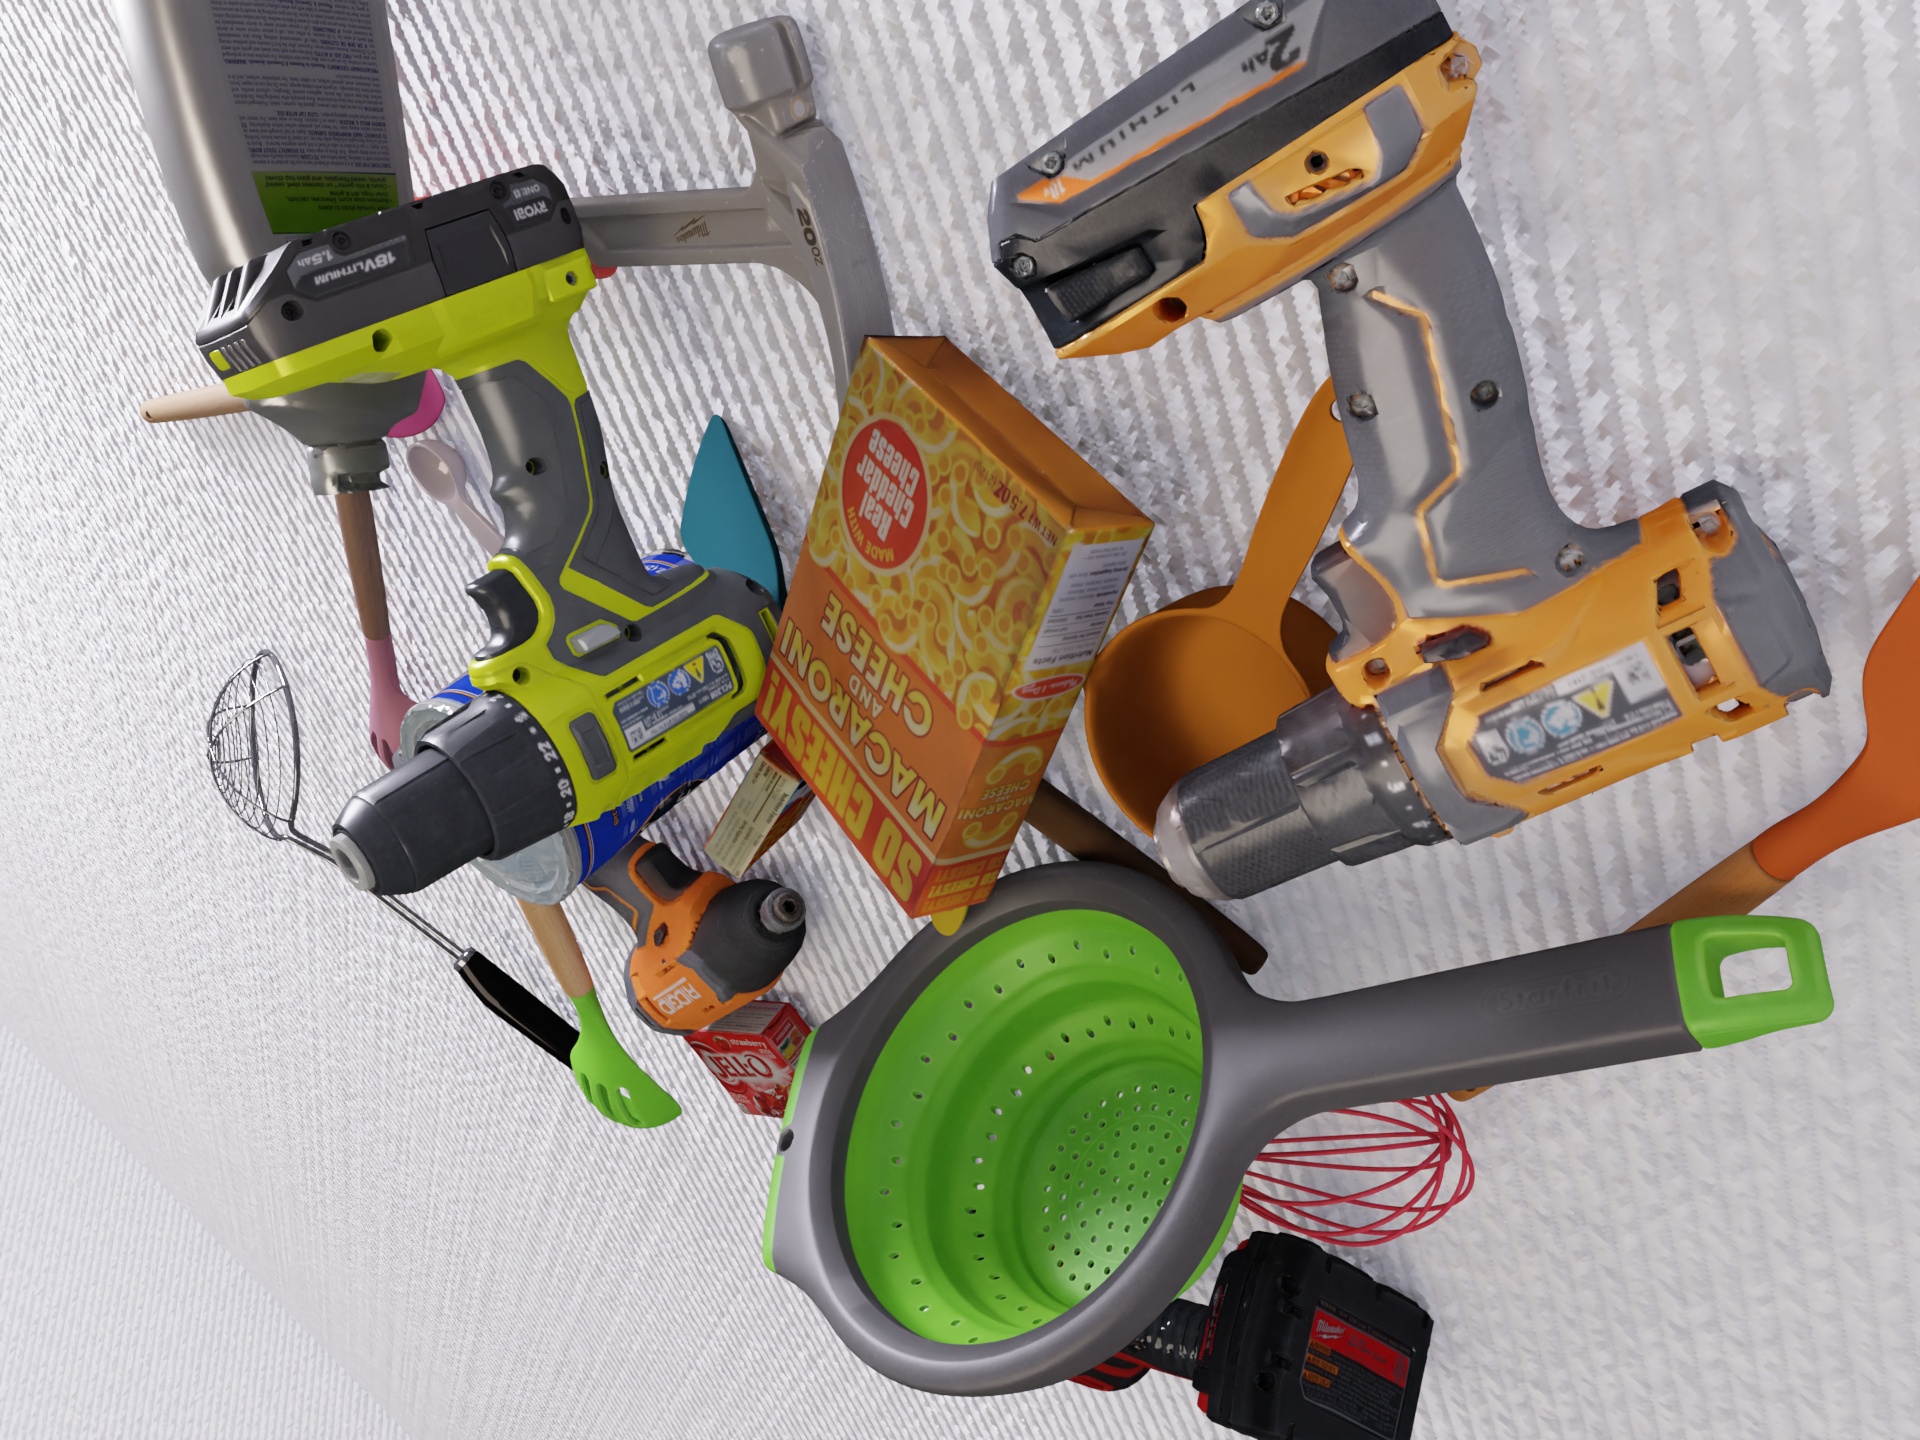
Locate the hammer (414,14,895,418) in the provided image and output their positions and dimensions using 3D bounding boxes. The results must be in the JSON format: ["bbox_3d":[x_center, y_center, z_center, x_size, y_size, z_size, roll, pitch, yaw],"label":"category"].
[{"bbox_3d":[-0.179,-0.190,0.653,0.359,0.037,0.149,11,129,37],"label":"hammer"}]

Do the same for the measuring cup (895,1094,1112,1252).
[{"bbox_3d":[0.010,0.244,0.846,0.167,0.038,0.083,22,139,0],"label":"measuring cup"}]

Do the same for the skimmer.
[{"bbox_3d":[-0.369,0.103,1.088,0.363,0.090,0.127,42,140,-9],"label":"skimmer"}]

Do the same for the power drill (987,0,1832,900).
[{"bbox_3d":[0.095,-0.063,0.429,0.185,0.084,0.226,-28,104,25],"label":"power drill"}]

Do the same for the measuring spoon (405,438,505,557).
[{"bbox_3d":[-0.231,-0.094,0.806,0.124,0.018,0.034,50,142,-14],"label":"measuring spoon"}]

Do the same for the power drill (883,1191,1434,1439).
[{"bbox_3d":[0.075,0.270,0.728,0.187,0.080,0.227,36,151,-31],"label":"power drill"}]

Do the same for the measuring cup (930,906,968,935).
[{"bbox_3d":[0.008,0.014,0.625,0.062,0.029,0.156,22,119,29],"label":"measuring cup"}]

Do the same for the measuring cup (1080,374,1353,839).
[{"bbox_3d":[0.103,-0.036,0.514,0.095,0.052,0.173,32,123,23],"label":"measuring cup"}]

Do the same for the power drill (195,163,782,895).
[{"bbox_3d":[-0.175,-0.065,0.580,0.080,0.190,0.228,3,120,48],"label":"power drill"}]

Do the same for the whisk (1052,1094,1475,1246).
[{"bbox_3d":[0.105,0.187,0.694,0.073,0.073,0.296,54,147,-8],"label":"whisk"}]

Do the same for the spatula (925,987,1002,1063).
[{"bbox_3d":[-0.035,0.210,0.873,0.060,0.018,0.315,36,140,6],"label":"spatula"}]

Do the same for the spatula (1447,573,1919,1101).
[{"bbox_3d":[0.233,0.048,0.480,0.081,0.041,0.322,39,145,11],"label":"spatula"}]

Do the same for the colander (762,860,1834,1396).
[{"bbox_3d":[0.104,0.141,0.568,0.397,0.205,0.094,-20,135,34],"label":"colander"}]

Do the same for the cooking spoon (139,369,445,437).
[{"bbox_3d":[-0.371,-0.178,0.857,0.319,0.017,0.068,4,131,41],"label":"cooking spoon"}]

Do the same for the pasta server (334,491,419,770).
[{"bbox_3d":[-0.322,-0.073,0.884,0.060,0.040,0.316,31,138,20],"label":"pasta server"}]

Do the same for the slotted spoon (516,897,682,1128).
[{"bbox_3d":[-0.212,0.124,0.842,0.070,0.031,0.313,12,135,25],"label":"slotted spoon"}]

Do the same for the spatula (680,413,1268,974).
[{"bbox_3d":[-0.001,-0.002,0.658,0.317,0.044,0.082,37,140,6],"label":"spatula"}]

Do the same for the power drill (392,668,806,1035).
[{"bbox_3d":[-0.179,0.061,0.835,0.226,0.084,0.164,47,142,-6],"label":"power drill"}]
